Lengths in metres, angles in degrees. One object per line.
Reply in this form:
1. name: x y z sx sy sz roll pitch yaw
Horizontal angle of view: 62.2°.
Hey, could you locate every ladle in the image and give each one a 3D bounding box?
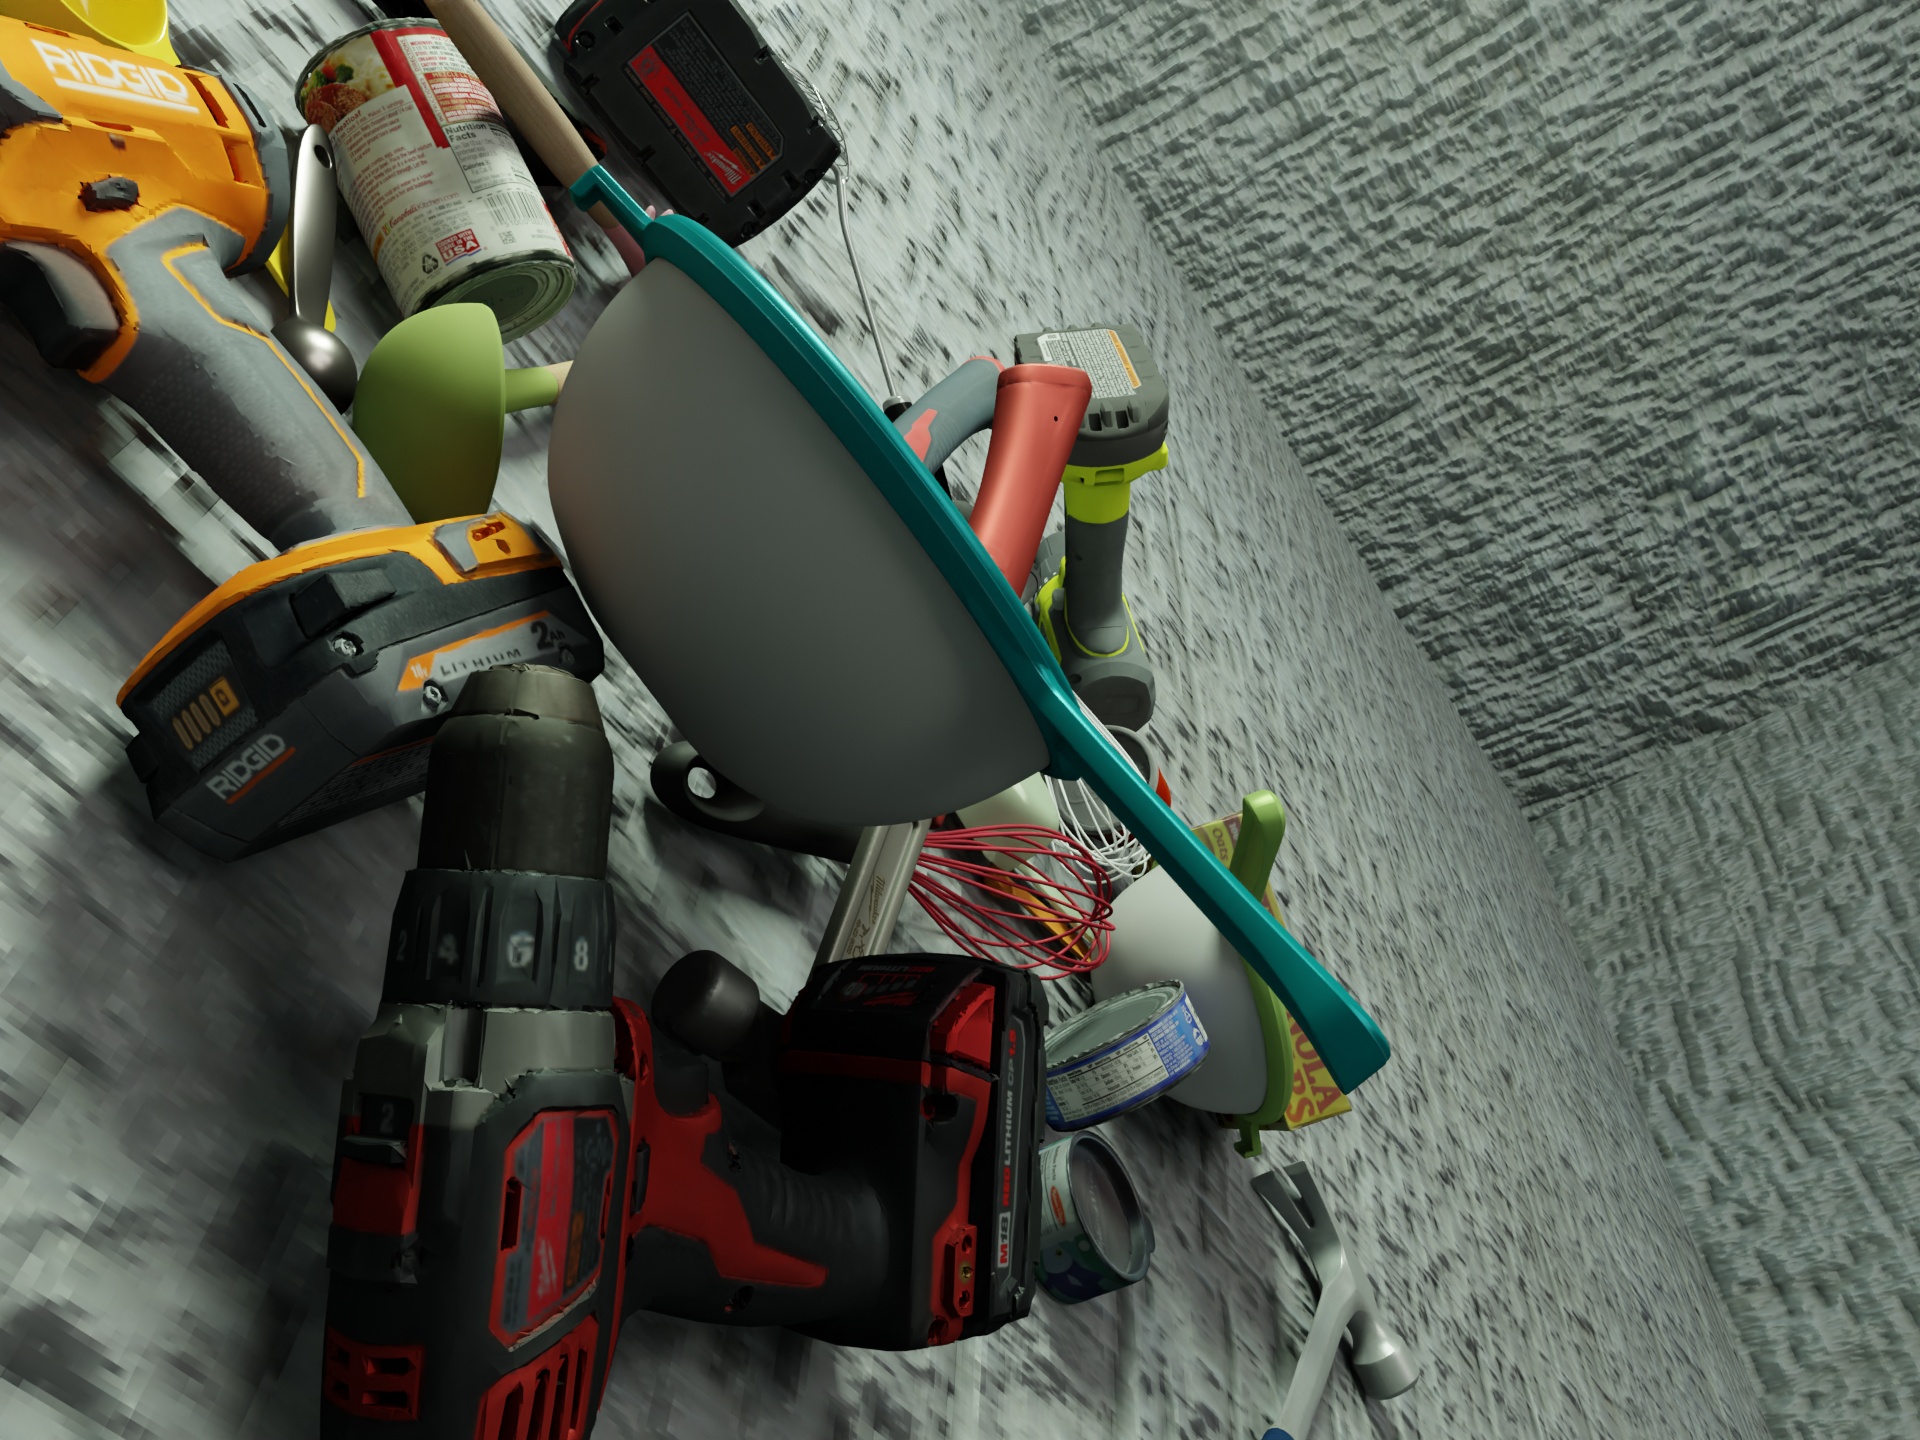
1. ladle: -0.147 -0.135 0.646 0.062 0.078 0.320 15 18 6

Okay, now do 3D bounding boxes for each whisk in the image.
1. whisk: 0.043 -0.027 0.935 0.070 0.070 0.285 31 30 -53
2. whisk: -0.021 0.060 0.688 0.295 0.073 0.073 25 40 -48

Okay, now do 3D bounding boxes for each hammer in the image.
1. hammer: 0.152 0.337 0.755 0.144 0.035 0.405 63 21 6
2. hammer: -0.001 -0.002 0.641 0.149 0.037 0.359 44 52 -35
3. hammer: -0.048 -0.136 0.803 0.143 0.038 0.386 39 29 -5

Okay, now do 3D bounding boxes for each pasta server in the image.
1. pasta server: -0.149 -0.229 0.667 0.060 0.040 0.316 52 1 6

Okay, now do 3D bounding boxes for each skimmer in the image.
1. skimmer: -0.083 -0.237 0.954 0.127 0.090 0.363 -9 82 -78

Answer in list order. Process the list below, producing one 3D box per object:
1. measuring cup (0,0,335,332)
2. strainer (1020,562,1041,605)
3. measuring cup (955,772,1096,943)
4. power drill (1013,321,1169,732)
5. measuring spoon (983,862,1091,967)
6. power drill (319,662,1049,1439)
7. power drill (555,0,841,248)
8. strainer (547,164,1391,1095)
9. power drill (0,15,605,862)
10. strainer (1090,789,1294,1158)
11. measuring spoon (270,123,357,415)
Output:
1. measuring cup: -0.260 -0.192 0.518 0.062 0.029 0.156 -81 149 -55
2. strainer: 0.008 -0.044 0.841 0.258 0.050 0.086 -51 147 -62
3. measuring cup: 0.045 0.064 0.836 0.167 0.038 0.083 49 13 -32
4. power drill: 0.078 -0.128 1.004 0.191 0.080 0.228 -101 -174 -51
5. measuring spoon: 0.043 0.107 0.836 0.116 0.011 0.021 44 17 -44
6. power drill: -0.065 0.094 0.434 0.226 0.080 0.188 18 72 -55
7. power drill: -0.135 -0.305 0.795 0.143 0.078 0.220 50 3 -27
8. strainer: -0.027 -0.002 0.449 0.341 0.095 0.210 49 -6 38
9. power drill: -0.208 -0.082 0.412 0.226 0.084 0.164 57 22 1
10. strainer: 0.108 0.114 0.777 0.256 0.069 0.152 90 -20 -56
11. measuring spoon: -0.216 -0.157 0.541 0.034 0.018 0.124 44 34 -61
